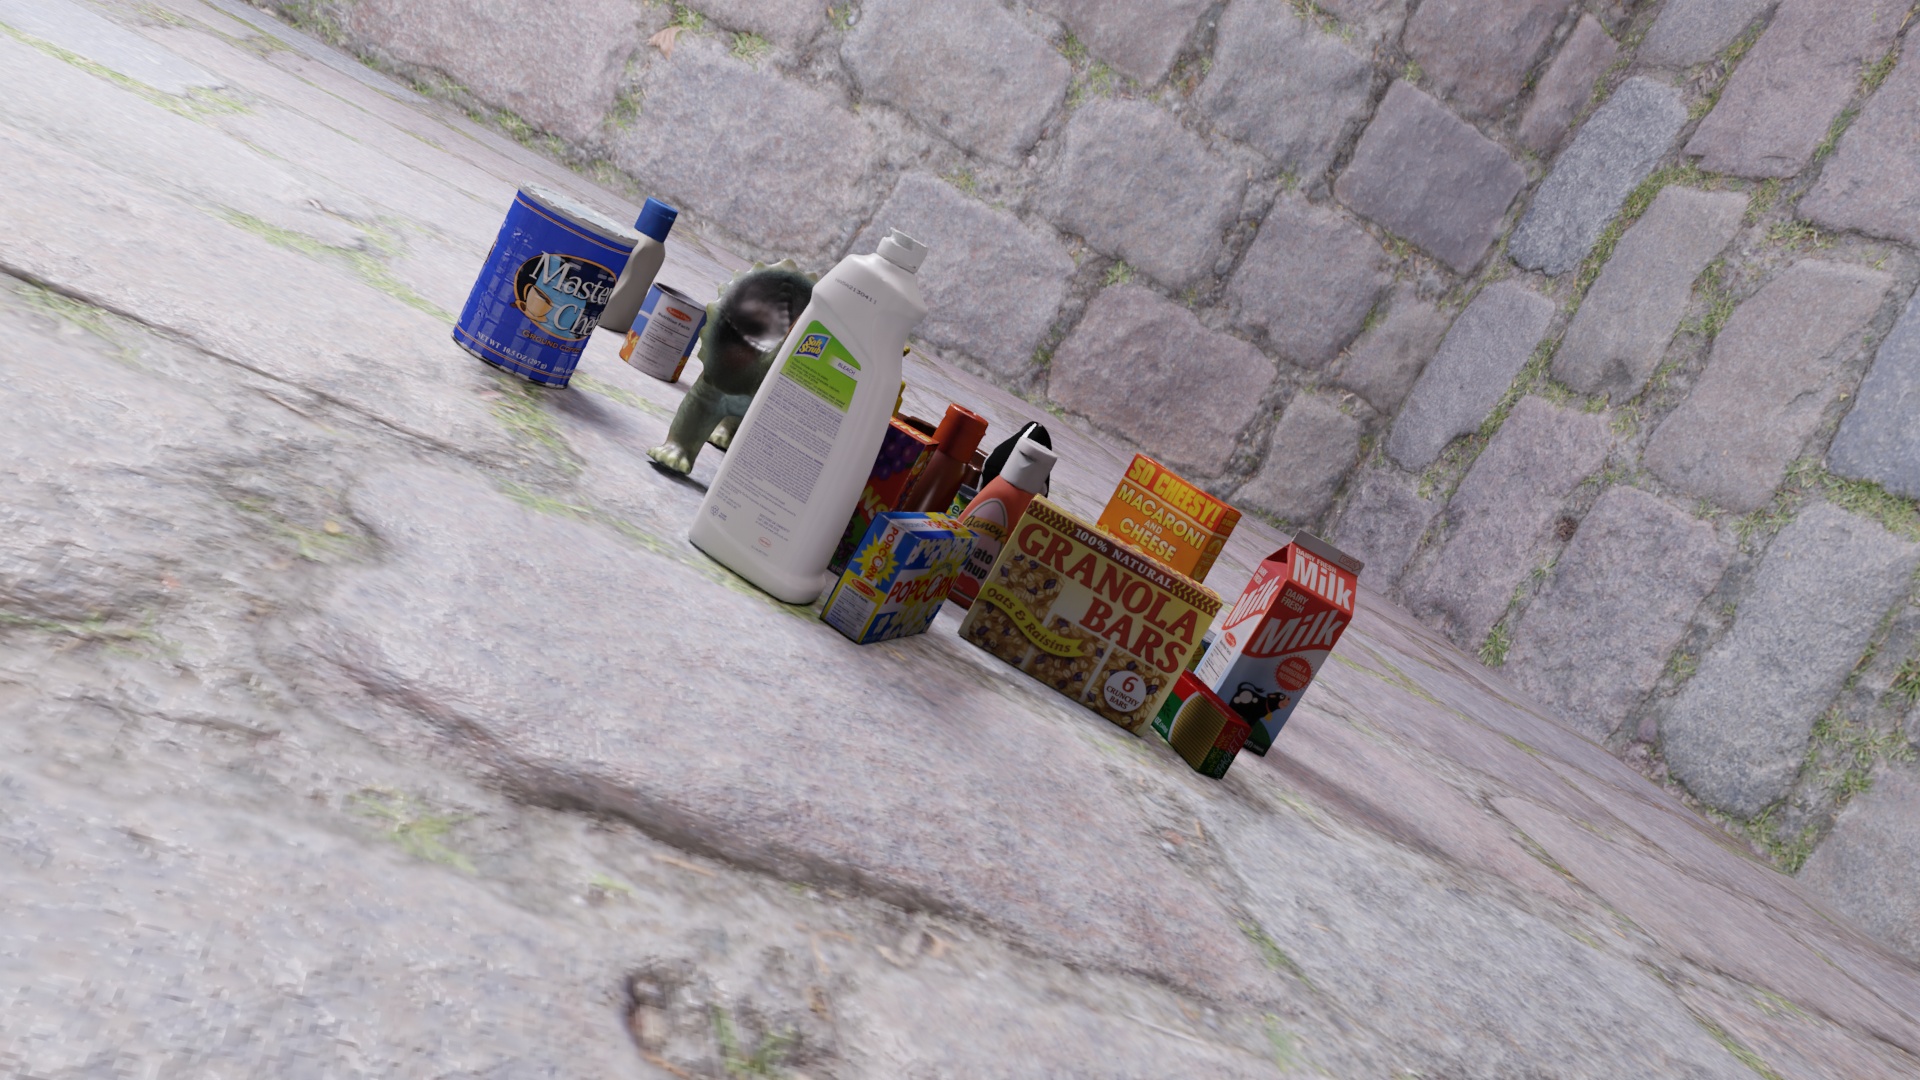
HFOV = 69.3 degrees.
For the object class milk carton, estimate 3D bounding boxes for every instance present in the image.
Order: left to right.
[{"bbox_3d":[0.279,0.086,1.230,0.072,0.190,0.073,27,10,-10],"label":"milk carton"}]

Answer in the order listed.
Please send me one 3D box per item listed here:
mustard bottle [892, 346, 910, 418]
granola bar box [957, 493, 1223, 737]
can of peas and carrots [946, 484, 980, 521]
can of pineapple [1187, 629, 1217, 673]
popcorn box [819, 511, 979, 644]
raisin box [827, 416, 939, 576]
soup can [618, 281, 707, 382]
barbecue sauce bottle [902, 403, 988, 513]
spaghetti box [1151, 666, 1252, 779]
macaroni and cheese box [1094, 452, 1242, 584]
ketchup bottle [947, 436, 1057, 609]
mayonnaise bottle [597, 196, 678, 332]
[{"bbox_3d":[-0.090,-0.110,1.274,0.049,0.160,0.065,23,12,-32],"label":"mustard bottle"},{"bbox_3d":[0.100,0.057,1.079,0.165,0.124,0.039,29,10,2],"label":"granola bar box"},{"bbox_3d":[0.005,-0.017,1.363,0.071,0.058,0.071,28,10,-5],"label":"can of peas and carrots"},{"bbox_3d":[0.211,0.108,1.310,0.071,0.057,0.071,28,10,-5],"label":"can of pineapple"},{"bbox_3d":[-0.040,0.024,0.978,0.038,0.085,0.127,32,11,17],"label":"popcorn box"},{"bbox_3d":[-0.084,-0.042,1.071,0.086,0.123,0.040,31,10,10],"label":"raisin box"},{"bbox_3d":[-0.302,-0.213,1.423,0.071,0.083,0.071,28,10,-5],"label":"soup can"},{"bbox_3d":[-0.027,-0.040,1.143,0.044,0.148,0.065,30,10,8],"label":"barbecue sauce bottle"},{"bbox_3d":[0.160,0.115,1.168,0.028,0.050,0.251,24,12,-28],"label":"spaghetti box"},{"bbox_3d":[0.192,0.012,1.415,0.124,0.166,0.040,36,12,34],"label":"macaroni and cheese box"},{"bbox_3d":[0.031,-0.015,1.176,0.065,0.148,0.043,33,11,20],"label":"ketchup bottle"},{"bbox_3d":[-0.357,-0.302,1.520,0.041,0.147,0.065,33,11,20],"label":"mayonnaise bottle"}]
